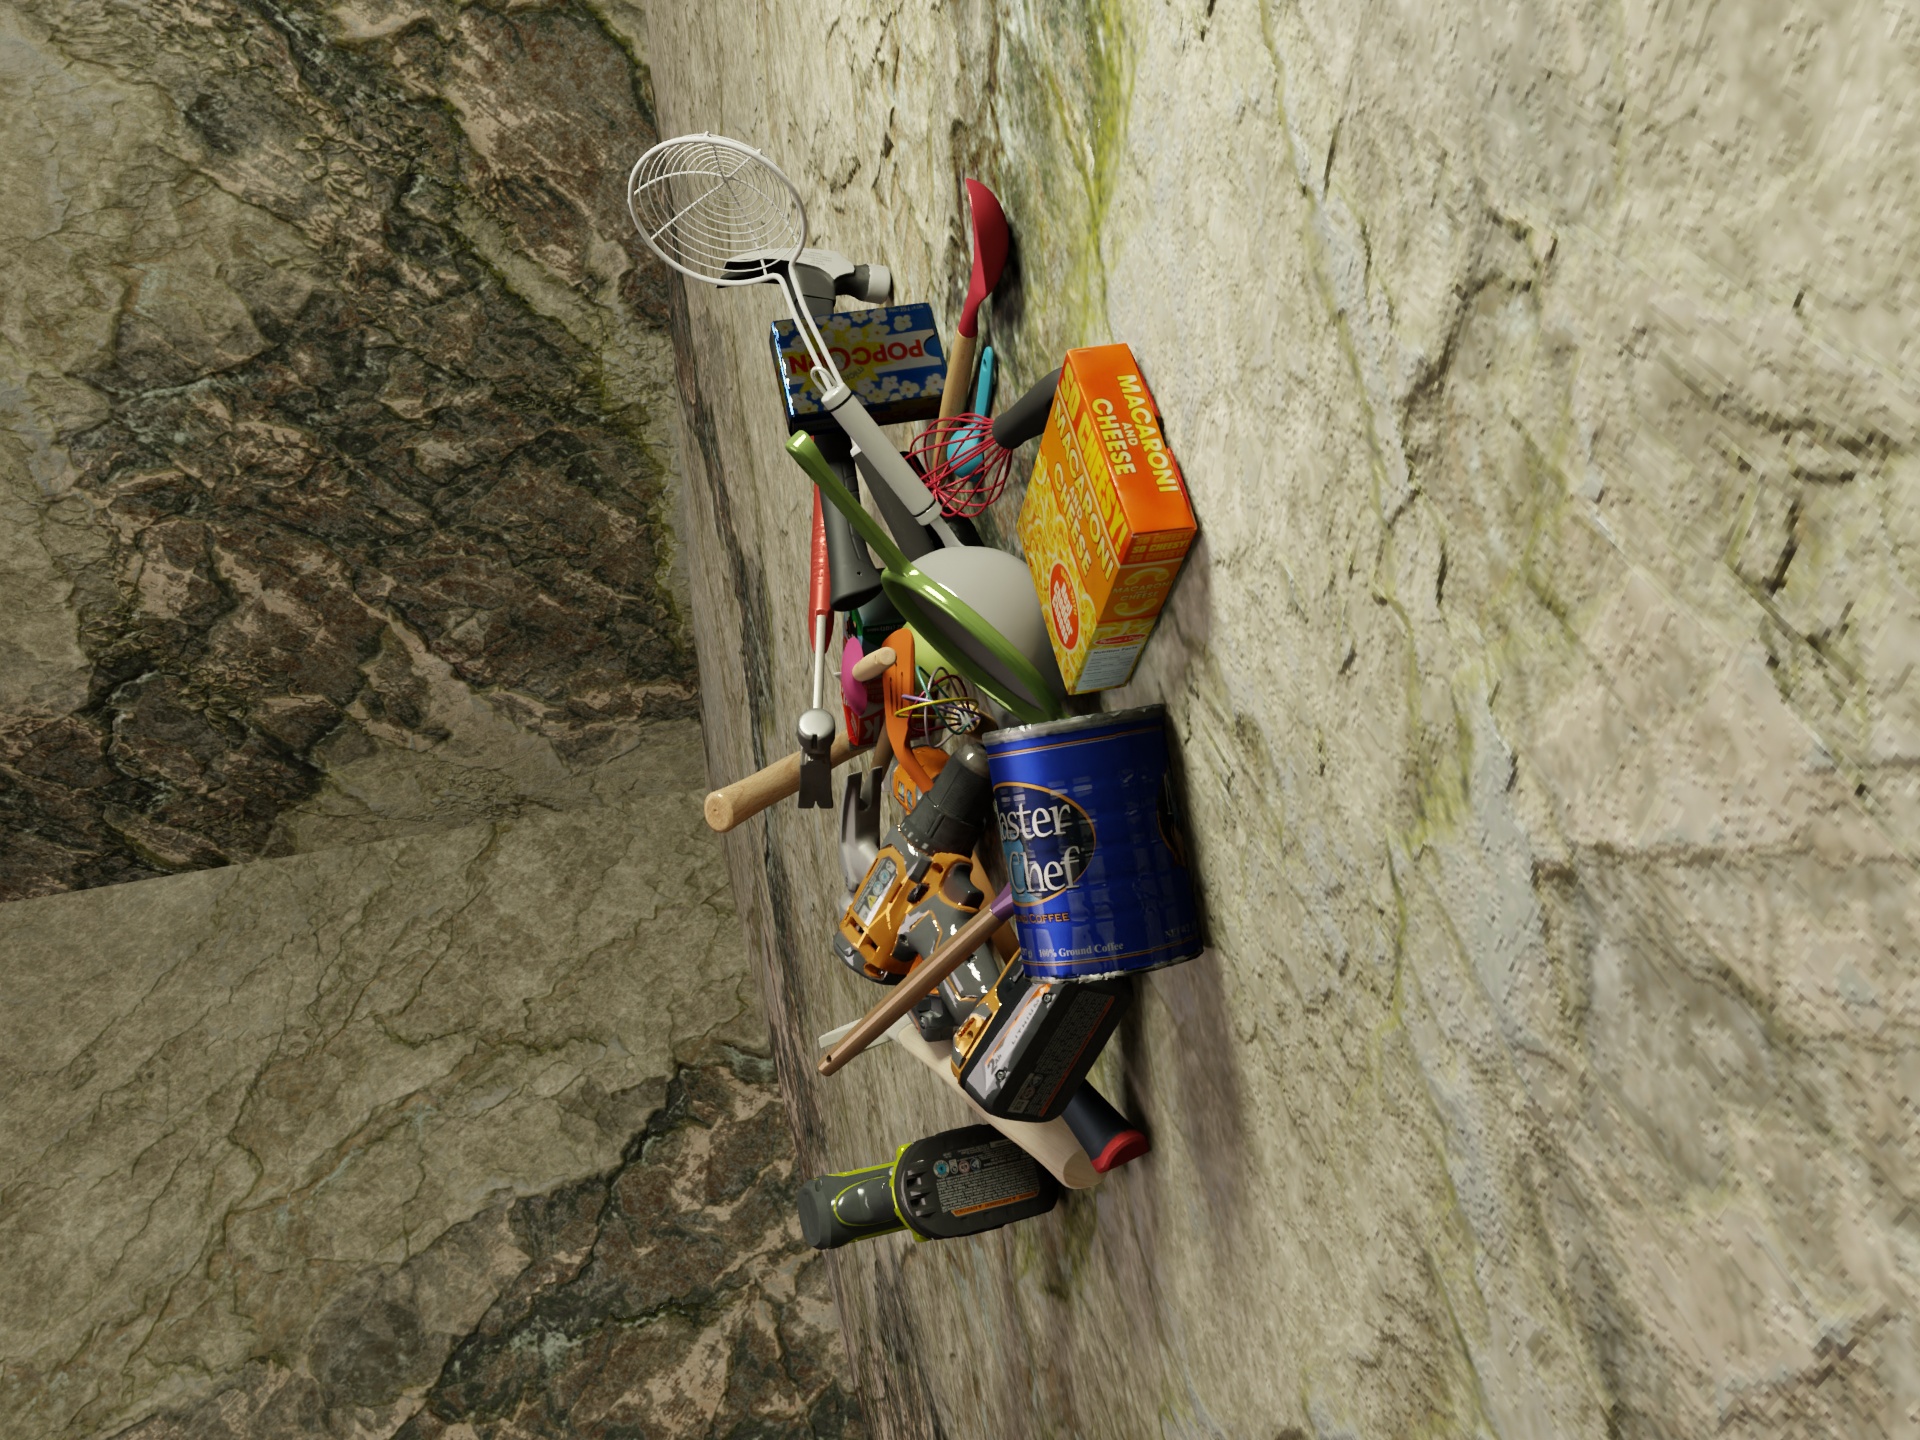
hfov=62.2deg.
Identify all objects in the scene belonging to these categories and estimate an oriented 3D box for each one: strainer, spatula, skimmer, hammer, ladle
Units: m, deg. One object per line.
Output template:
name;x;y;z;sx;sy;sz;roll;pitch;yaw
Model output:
strainer;-0.006;-0.099;0.992;0.256;0.069;0.152;48;171;-29
spatula;0.007;0.135;1.011;0.316;0.018;0.060;-46;54;26
strainer;-0.015;-0.135;1.062;0.087;0.050;0.258;-11;127;49
skimmer;-0.113;-0.246;1.145;0.127;0.090;0.363;-23;96;37
hammer;0.005;0.293;1.269;0.411;0.146;0.038;-169;64;-70
hammer;-0.109;-0.237;1.263;0.035;0.146;0.335;133;134;-55
ladle;0.001;-0.260;1.132;0.315;0.031;0.069;105;159;-63
spatula;0.005;0.086;1.202;0.322;0.041;0.081;64;160;-2
hammer;-0.122;-0.105;1.410;0.149;0.036;0.359;100;171;-61
hammer;0.011;0.181;1.160;0.387;0.038;0.143;41;136;47
hammer;-0.137;0.038;1.454;0.331;0.031;0.130;-29;-70;-64
ladle;-0.043;-0.002;1.356;0.320;0.062;0.078;113;-178;-62

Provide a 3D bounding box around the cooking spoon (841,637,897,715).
cooking spoon;-0.076;-0.040;1.262;0.319;0.017;0.069;170;94;-80

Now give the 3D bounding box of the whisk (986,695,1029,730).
whisk;0.051;0.033;1.081;0.239;0.055;0.055;-112;18;-55

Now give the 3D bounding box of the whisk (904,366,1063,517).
whisk;0.025;-0.183;1.028;0.296;0.073;0.073;169;92;-71

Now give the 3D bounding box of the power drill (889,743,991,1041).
power drill;-0.009;0.145;1.320;0.164;0.084;0.226;-148;54;-71

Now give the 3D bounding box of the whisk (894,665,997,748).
whisk;-0.004;-0.004;1.124;0.051;0.047;0.245;51;-176;9

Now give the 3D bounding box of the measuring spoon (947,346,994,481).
measuring spoon;0.006;-0.220;1.142;0.128;0.021;0.042;102;155;-57

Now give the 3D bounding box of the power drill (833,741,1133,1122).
power drill;0.017;0.136;1.075;0.226;0.084;0.185;41;106;46

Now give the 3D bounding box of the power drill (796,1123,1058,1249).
power drill;-0.013;0.390;1.336;0.228;0.190;0.080;-39;60;58
